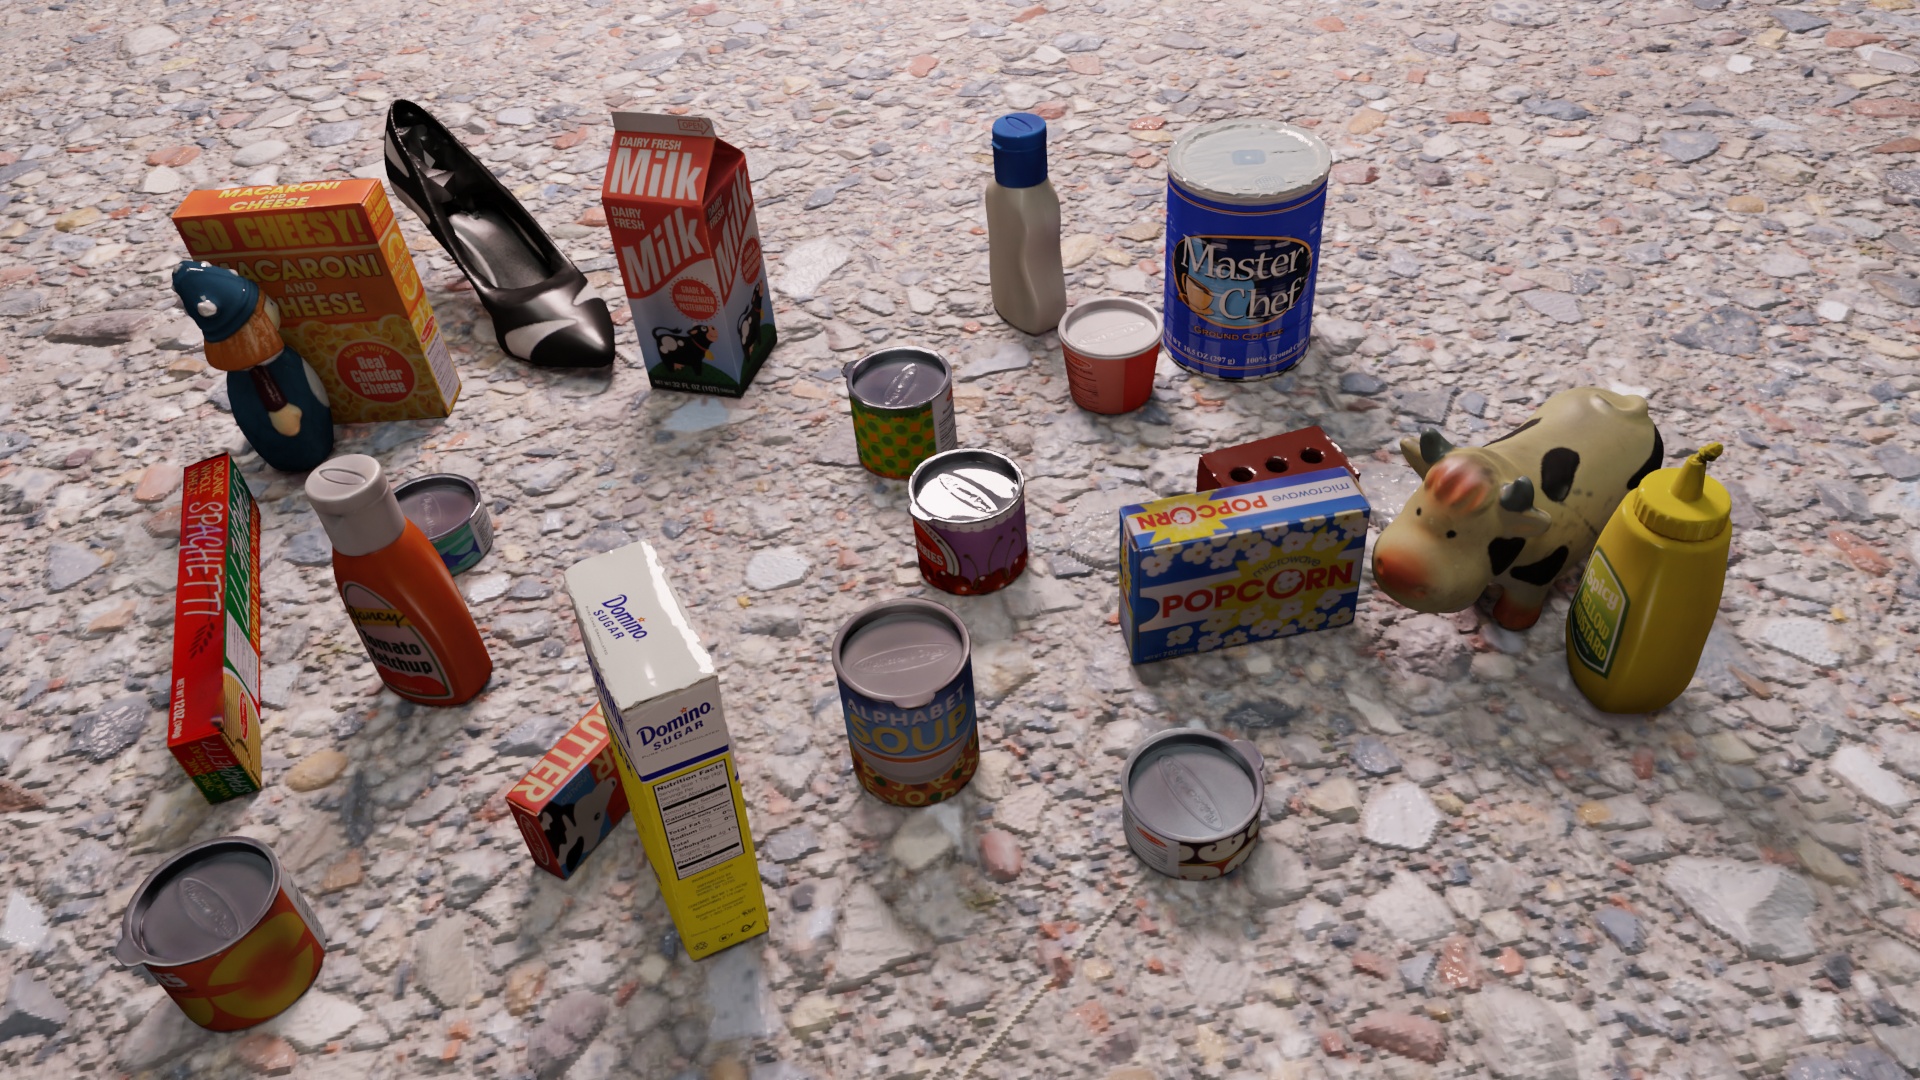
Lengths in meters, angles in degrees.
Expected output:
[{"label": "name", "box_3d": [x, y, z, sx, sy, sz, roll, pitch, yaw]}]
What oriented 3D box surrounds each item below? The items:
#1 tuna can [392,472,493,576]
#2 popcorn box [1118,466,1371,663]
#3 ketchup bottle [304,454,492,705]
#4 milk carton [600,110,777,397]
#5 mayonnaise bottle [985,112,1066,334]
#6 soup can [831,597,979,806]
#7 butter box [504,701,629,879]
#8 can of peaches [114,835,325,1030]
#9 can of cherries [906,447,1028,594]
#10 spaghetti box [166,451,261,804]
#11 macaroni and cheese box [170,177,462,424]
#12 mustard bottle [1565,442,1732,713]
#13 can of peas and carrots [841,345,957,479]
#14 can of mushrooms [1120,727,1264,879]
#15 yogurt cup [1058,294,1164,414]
[{"label": "tuna can", "box_3d": [-0.324, -0.007, 0.847, 0.071, 0.032, 0.071, -3, 42, 3]}, {"label": "popcorn box", "box_3d": [0.148, 0.014, 0.737, 0.127, 0.084, 0.038, -10, 42, -5]}, {"label": "ketchup bottle", "box_3d": [-0.296, 0.022, 0.726, 0.065, 0.148, 0.044, 11, 45, 17]}, {"label": "milk carton", "box_3d": [-0.179, -0.194, 0.921, 0.072, 0.189, 0.074, 8, 44, 14]}, {"label": "mayonnaise bottle", "box_3d": [0.044, -0.218, 0.956, 0.041, 0.147, 0.065, -26, 46, -21]}, {"label": "soup can", "box_3d": [-0.025, 0.082, 0.680, 0.071, 0.083, 0.072, -3, 42, 3]}, {"label": "butter box", "box_3d": [-0.175, 0.111, 0.687, 0.024, 0.052, 0.104, 19, 48, 25]}, {"label": "can of peaches", "box_3d": [-0.331, 0.179, 0.625, 0.071, 0.057, 0.071, -3, 42, 3]}, {"label": "can of cherries", "box_3d": [0.003, -0.010, 0.798, 0.071, 0.058, 0.072, -3, 42, 3]}, {"label": "spaghetti box", "box_3d": [-0.422, 0.041, 0.792, 0.029, 0.050, 0.251, -17, 44, -13]}, {"label": "macaroni and cheese box", "box_3d": [-0.420, -0.155, 0.920, 0.124, 0.165, 0.040, -4, 42, 2]}, {"label": "mustard bottle", "box_3d": [0.331, 0.014, 0.663, 0.049, 0.159, 0.065, -6, 42, -1]}, {"label": "can of peas and carrots", "box_3d": [-0.039, -0.081, 0.880, 0.071, 0.058, 0.071, -3, 42, 3]}, {"label": "can of mushrooms", "box_3d": [0.111, 0.124, 0.658, 0.071, 0.033, 0.071, -3, 42, 3]}, {"label": "yogurt cup", "box_3d": [0.099, -0.120, 0.912, 0.072, 0.053, 0.073, -3, 42, 3]}]
